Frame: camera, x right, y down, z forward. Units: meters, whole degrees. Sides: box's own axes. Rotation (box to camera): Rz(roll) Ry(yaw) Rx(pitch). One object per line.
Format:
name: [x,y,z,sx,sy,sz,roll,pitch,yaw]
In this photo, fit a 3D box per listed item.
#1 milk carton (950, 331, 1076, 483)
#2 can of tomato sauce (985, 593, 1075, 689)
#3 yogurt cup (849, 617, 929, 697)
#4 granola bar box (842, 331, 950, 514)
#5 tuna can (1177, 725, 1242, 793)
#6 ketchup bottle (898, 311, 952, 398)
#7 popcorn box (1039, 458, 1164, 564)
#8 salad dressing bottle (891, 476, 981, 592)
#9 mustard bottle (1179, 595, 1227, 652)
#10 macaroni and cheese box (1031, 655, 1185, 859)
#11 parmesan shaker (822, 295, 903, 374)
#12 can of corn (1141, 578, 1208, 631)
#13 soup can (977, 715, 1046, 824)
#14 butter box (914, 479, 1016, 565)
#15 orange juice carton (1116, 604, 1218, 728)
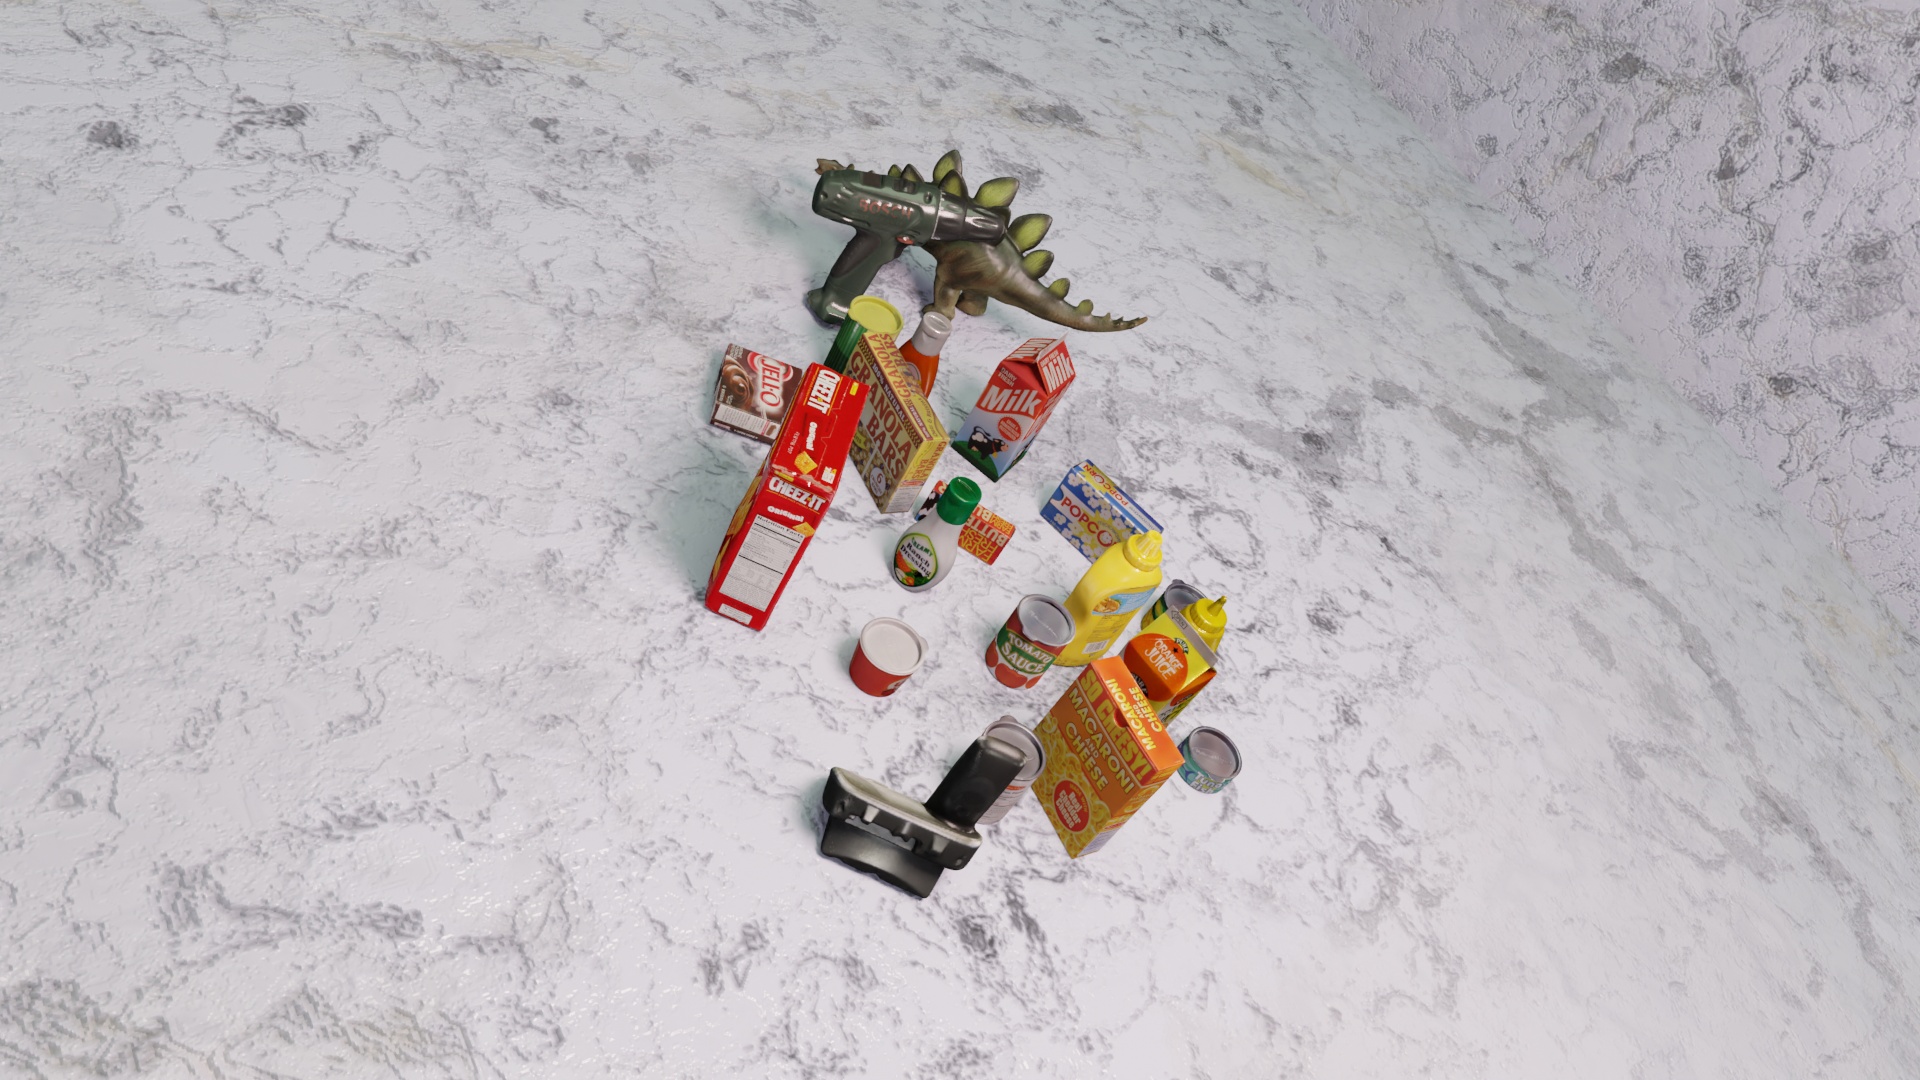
milk carton: [0.069,-0.165,1.624,0.073,0.189,0.073,40,42,8]
can of tomato sauce: [0.071,0.108,1.446,0.071,0.082,0.071,17,44,-17]
yogurt cup: [-0.075,0.118,1.369,0.072,0.053,0.073,17,44,-17]
granola bar box: [-0.085,-0.131,1.549,0.039,0.123,0.166,-7,54,-36]
tuna can: [0.263,0.236,1.478,0.071,0.032,0.071,17,44,-17]
ketchup bottle: [-0.055,-0.201,1.615,0.065,0.148,0.044,32,41,-1]
popcorn box: [0.165,-0.022,1.626,0.127,0.084,0.038,44,43,13]
salad dressing bottle: [-0.024,-0.007,1.449,0.064,0.146,0.044,45,43,13]
mustard bottle: [0.247,0.107,1.496,0.065,0.159,0.049,17,44,-17]
macaroni and cheese box: [0.128,0.208,1.322,0.040,0.165,0.124,-8,55,-37]
parmesan shaker: [-0.119,-0.229,1.638,0.071,0.102,0.072,17,44,-17]
can of corn: [0.247,0.089,1.590,0.071,0.058,0.071,17,44,-17]
soup can: [0.034,0.218,1.317,0.071,0.083,0.072,17,44,-17]
butter box: [0.006,-0.019,1.550,0.103,0.052,0.024,32,41,-1]
orange juice carton: [0.188,0.147,1.397,0.073,0.191,0.072,-19,62,-42]
